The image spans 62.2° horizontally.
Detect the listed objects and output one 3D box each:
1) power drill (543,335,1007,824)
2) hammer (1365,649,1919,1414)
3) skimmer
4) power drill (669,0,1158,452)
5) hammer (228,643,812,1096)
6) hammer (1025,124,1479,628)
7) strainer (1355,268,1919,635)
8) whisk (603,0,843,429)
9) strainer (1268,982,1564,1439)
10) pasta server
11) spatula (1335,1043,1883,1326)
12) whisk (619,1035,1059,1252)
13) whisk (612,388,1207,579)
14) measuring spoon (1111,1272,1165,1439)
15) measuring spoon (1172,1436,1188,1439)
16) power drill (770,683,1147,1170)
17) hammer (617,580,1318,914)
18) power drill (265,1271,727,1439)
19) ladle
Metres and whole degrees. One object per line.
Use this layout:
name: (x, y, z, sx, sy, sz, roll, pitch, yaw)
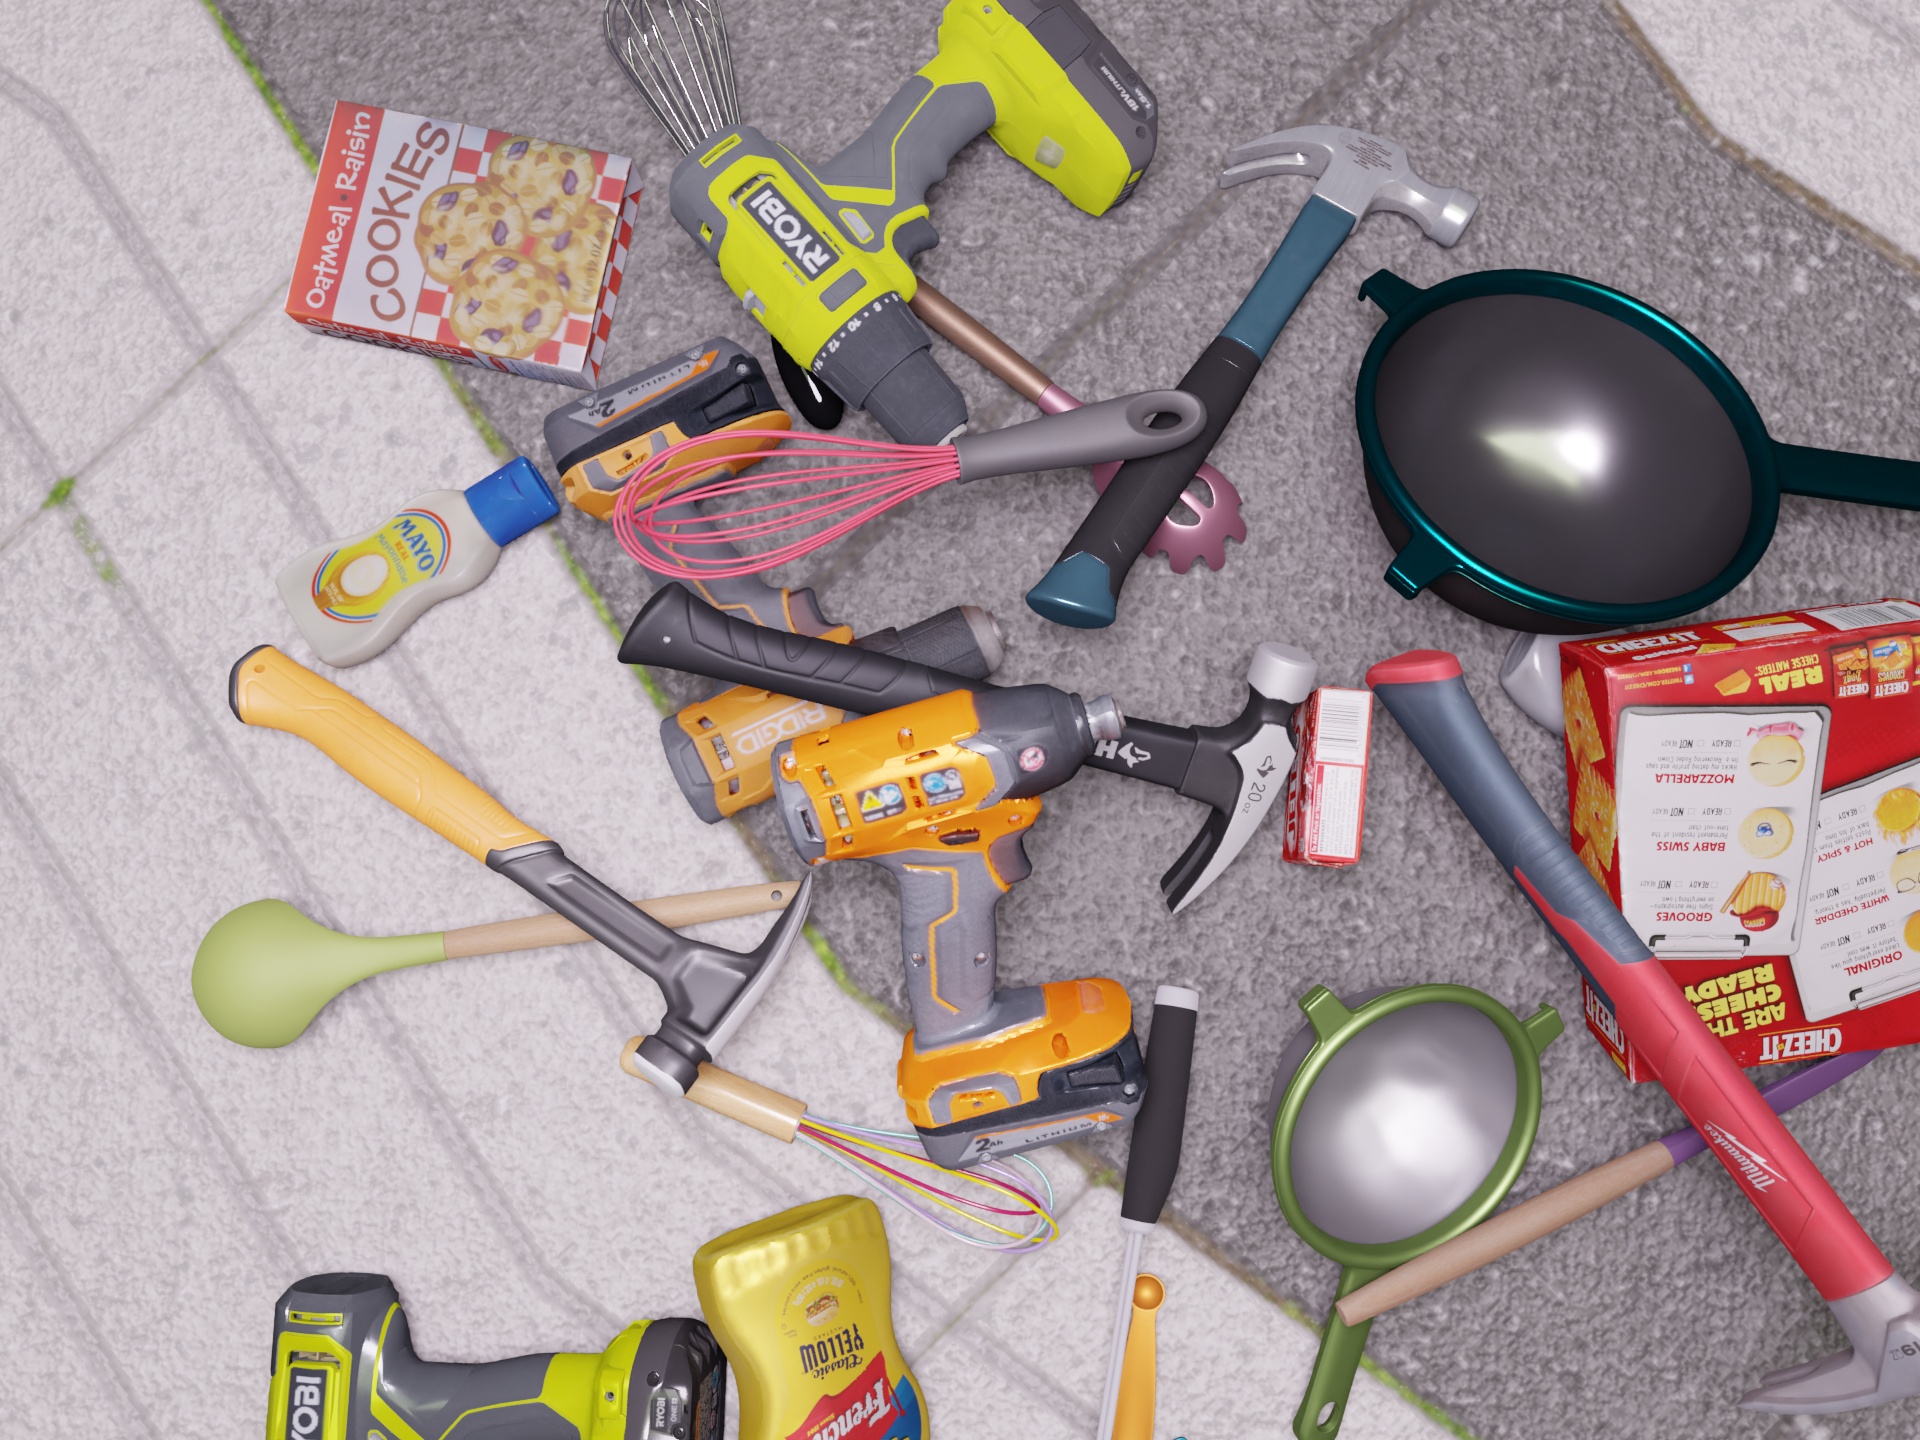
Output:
power drill: (-0.096, -0.082, 0.834, 0.185, 0.084, 0.226, -24, 89, -1)
hammer: (0.307, 0.133, 0.747, 0.038, 0.143, 0.387, -19, 67, -34)
skimmer: (0.051, 0.306, 0.784, 0.090, 0.127, 0.363, 15, 77, -15)
power drill: (-0.009, -0.265, 0.827, 0.228, 0.080, 0.190, -42, 91, -12)
hammer: (-0.240, 0.051, 0.827, 0.337, 0.034, 0.127, 31, 64, 12)
hammer: (0.139, -0.181, 0.831, 0.128, 0.033, 0.331, 32, 75, 7)
strainer: (0.354, -0.113, 0.814, 0.340, 0.095, 0.211, 6, 62, -6)
whisk: (-0.124, -0.290, 0.869, 0.070, 0.070, 0.284, -23, 89, -1)
strainer: (0.198, 0.241, 0.807, 0.151, 0.069, 0.256, 8, 103, -21)
pasta server: (0.026, -0.191, 0.868, 0.316, 0.040, 0.060, 39, 87, 9)
spatula: (0.328, 0.225, 0.788, 0.316, 0.059, 0.018, -23, 57, -7)
whisk: (-0.062, 0.215, 0.821, 0.245, 0.047, 0.051, 21, 82, 7)
whisk: (-0.021, -0.123, 0.772, 0.296, 0.073, 0.073, -12, 84, -7)
measuring spoon: (0.092, 0.343, 0.822, 0.021, 0.011, 0.117, 5, 88, 11)
measuring spoon: (0.094, 0.430, 0.812, 0.042, 0.021, 0.129, 20, 76, 2)
power drill: (0.020, 0.092, 0.767, 0.164, 0.084, 0.226, -16, 110, 5)
hammer: (-0.001, -0.003, 0.787, 0.334, 0.035, 0.146, 13, 110, -9)
power drill: (-0.237, 0.374, 0.796, 0.223, 0.080, 0.171, 1, 84, 6)
ladle: (-0.242, 0.115, 0.842, 0.320, 0.062, 0.078, -8, 83, -6)
